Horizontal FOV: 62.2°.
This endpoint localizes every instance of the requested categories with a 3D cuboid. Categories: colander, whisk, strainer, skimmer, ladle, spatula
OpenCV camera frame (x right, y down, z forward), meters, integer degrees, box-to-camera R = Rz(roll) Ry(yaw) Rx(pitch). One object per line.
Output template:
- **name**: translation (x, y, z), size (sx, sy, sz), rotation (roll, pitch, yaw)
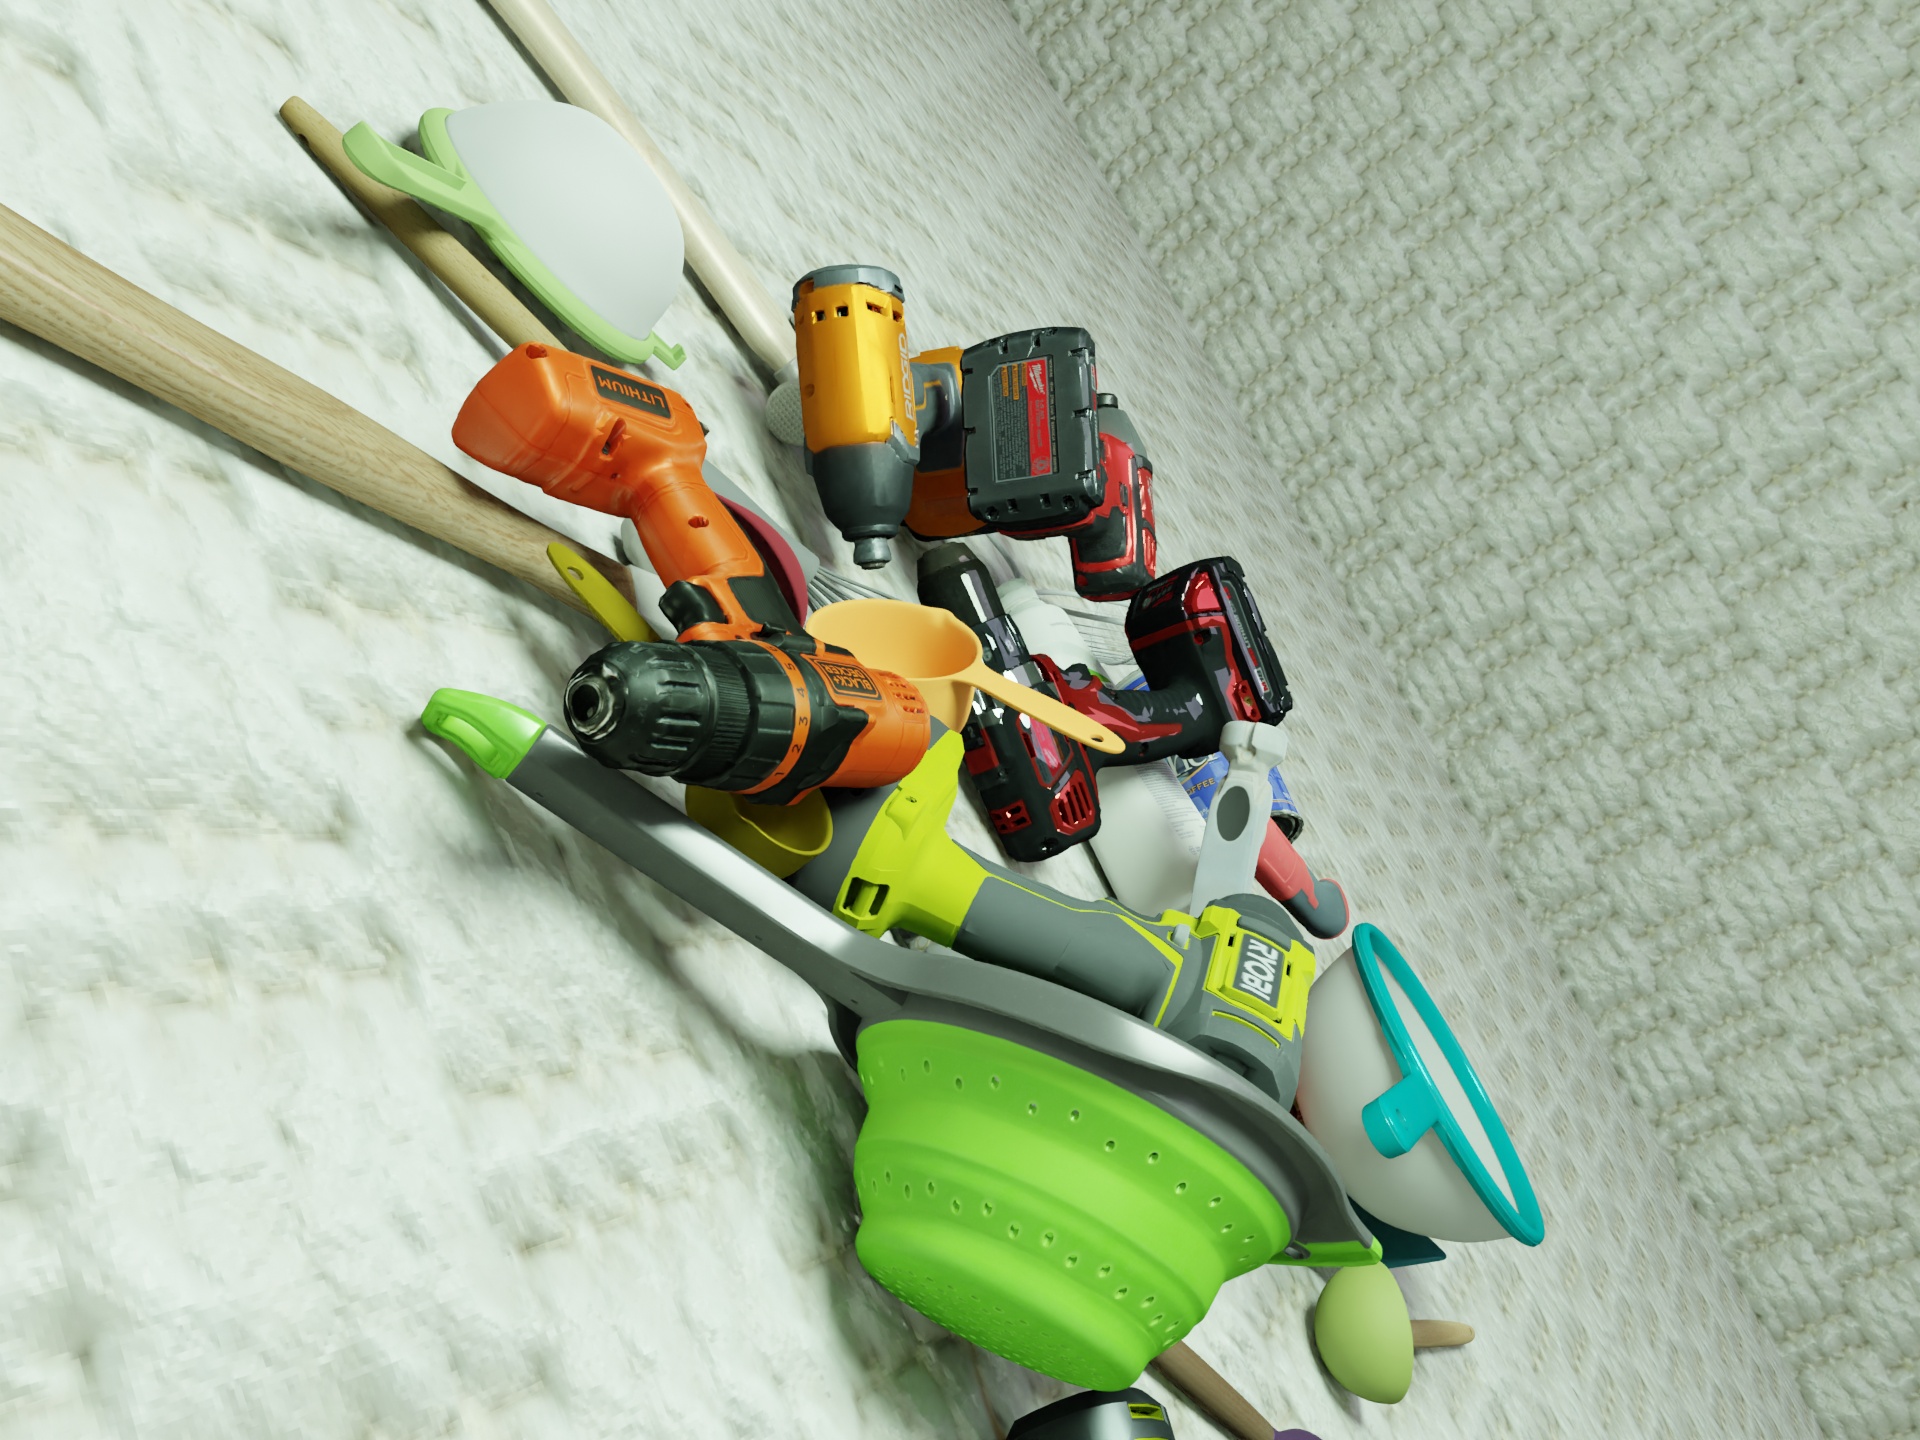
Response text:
- **colander**: translation (-0.036, 0.132, 0.564), size (0.397, 0.204, 0.094), rotation (36, 61, -13)
- **whisk**: translation (-0.083, -0.074, 0.823), size (0.238, 0.055, 0.055), rotation (39, 28, -32)
- **strainer**: translation (-0.190, -0.246, 0.720), size (0.151, 0.069, 0.256), rotation (52, 10, -1)
- **skimmer**: translation (0.028, -0.171, 1.134), size (0.363, 0.090, 0.127), rotation (48, -1, -20)
- **ladle**: translation (0.294, 0.387, 1.006), size (0.319, 0.062, 0.078), rotation (32, 46, -54)
- **ladle**: translation (-0.178, -0.154, 0.720), size (0.315, 0.069, 0.031), rotation (45, 62, -19)
- **spatula**: translation (0.132, 0.332, 0.769), size (0.315, 0.018, 0.060), rotation (48, 22, -29)
- **strainer**: translation (0.239, 0.231, 0.921), size (0.211, 0.095, 0.340), rotation (63, 18, 16)
- **spatula**: translation (0.177, 0.272, 0.917), size (0.317, 0.044, 0.082), rotation (34, 1, -43)

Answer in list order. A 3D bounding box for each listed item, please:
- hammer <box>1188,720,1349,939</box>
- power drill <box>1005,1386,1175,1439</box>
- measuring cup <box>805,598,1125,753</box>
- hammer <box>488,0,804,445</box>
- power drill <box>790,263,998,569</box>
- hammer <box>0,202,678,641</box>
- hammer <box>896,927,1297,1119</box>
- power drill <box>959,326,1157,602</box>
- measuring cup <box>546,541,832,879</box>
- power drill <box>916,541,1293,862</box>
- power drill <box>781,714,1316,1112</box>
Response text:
- **hammer**: translation (0.216, 0.120, 1.065), size (0.386, 0.038, 0.143), rotation (39, 62, -64)
- **power drill**: translation (0.114, 0.364, 0.607), size (0.228, 0.080, 0.191), rotation (30, 34, -46)
- **measuring cup**: translation (-0.001, -0.002, 0.773), size (0.174, 0.052, 0.095), rotation (26, 32, 23)
- **hammer**: translation (-0.200, -0.350, 0.952), size (0.410, 0.038, 0.146), rotation (52, 20, -15)
- **power drill**: translation (-0.031, -0.165, 0.957), size (0.226, 0.084, 0.164), rotation (1, 84, -72)
- **hammer**: translation (-0.205, -0.087, 0.578), size (0.331, 0.031, 0.130), rotation (31, 33, -50)
- **hammer**: translation (0.081, 0.153, 0.874), size (0.358, 0.036, 0.149), rotation (39, 28, -39)
- **power drill**: translation (0.074, -0.164, 1.014), size (0.219, 0.078, 0.143), rotation (21, 66, -68)
- **measuring cup**: translation (-0.111, -0.002, 0.604), size (0.156, 0.029, 0.062), rotation (48, 23, 3)
- **power drill**: translation (0.081, -0.035, 0.957), size (0.226, 0.080, 0.188), rotation (-22, 90, -38)
- **power drill**: translation (0.042, 0.081, 0.684), size (0.223, 0.080, 0.171), rotation (26, 21, 6)
